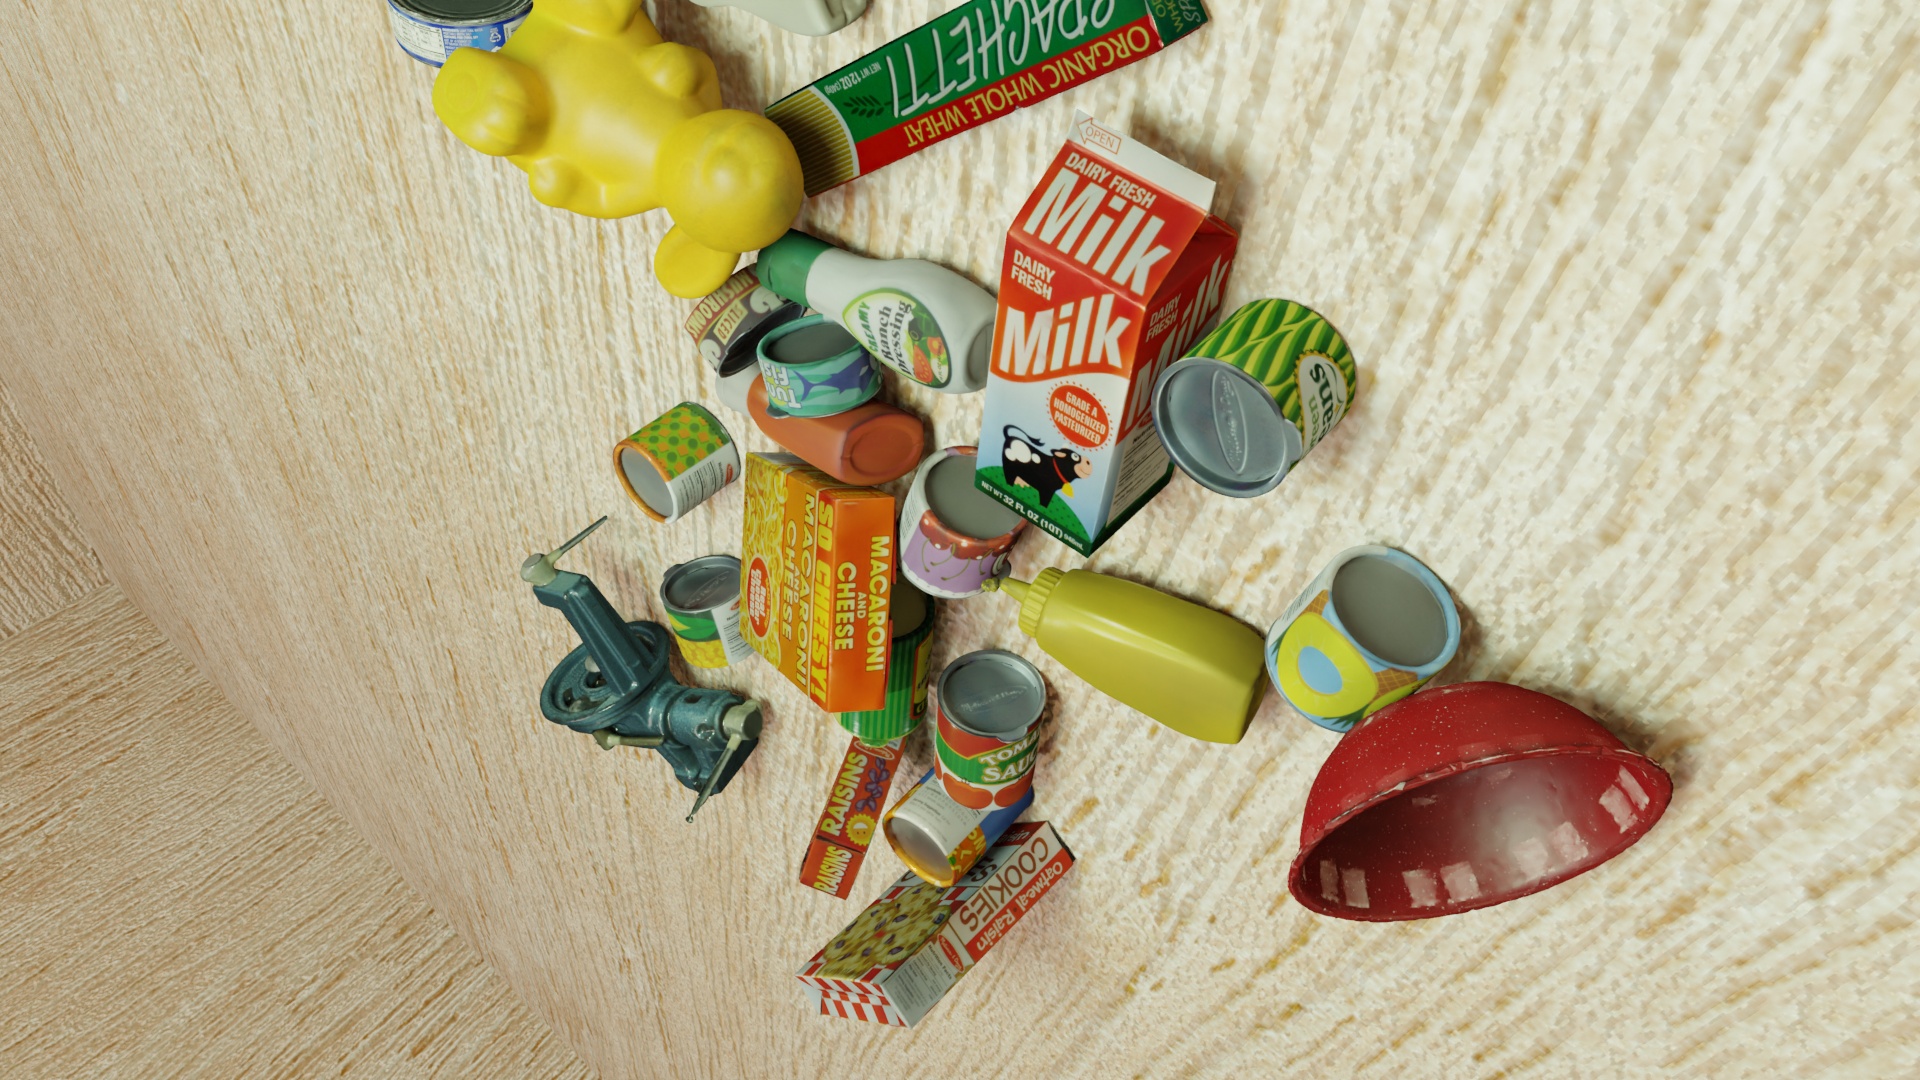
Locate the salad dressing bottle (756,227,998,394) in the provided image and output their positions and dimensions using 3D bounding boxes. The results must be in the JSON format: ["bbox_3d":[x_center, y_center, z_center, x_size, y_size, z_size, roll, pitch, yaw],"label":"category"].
[{"bbox_3d":[-0.043,-0.124,0.726,0.148,0.044,0.064,28,141,29],"label":"salad dressing bottle"}]

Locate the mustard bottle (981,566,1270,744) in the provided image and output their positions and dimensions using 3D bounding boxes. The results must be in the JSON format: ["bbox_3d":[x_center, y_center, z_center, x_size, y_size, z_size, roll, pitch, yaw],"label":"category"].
[{"bbox_3d":[0.083,0.049,0.730,0.160,0.049,0.065,25,138,20],"label":"mustard bottle"}]

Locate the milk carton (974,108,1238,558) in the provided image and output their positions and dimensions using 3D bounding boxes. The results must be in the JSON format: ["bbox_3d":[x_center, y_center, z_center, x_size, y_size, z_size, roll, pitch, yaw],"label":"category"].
[{"bbox_3d":[0.063,-0.091,0.611,0.072,0.074,0.189,34,143,22],"label":"milk carton"}]

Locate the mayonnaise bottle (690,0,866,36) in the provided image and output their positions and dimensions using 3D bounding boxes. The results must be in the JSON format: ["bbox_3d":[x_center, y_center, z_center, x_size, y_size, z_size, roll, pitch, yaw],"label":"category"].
[{"bbox_3d":[-0.110,-0.281,0.656,0.148,0.041,0.064,26,143,34],"label":"mayonnaise bottle"}]

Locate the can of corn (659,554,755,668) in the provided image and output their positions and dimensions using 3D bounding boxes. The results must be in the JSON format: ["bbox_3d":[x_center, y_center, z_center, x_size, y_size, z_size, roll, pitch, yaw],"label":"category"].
[{"bbox_3d":[-0.186,0.052,1.036,0.071,0.071,0.058,21,137,36],"label":"can of corn"}]

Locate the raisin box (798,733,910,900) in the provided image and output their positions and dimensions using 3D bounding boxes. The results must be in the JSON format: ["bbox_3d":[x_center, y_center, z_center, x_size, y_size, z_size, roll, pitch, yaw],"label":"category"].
[{"bbox_3d":[-0.070,0.175,0.967,0.040,0.124,0.085,21,143,-1],"label":"raisin box"}]

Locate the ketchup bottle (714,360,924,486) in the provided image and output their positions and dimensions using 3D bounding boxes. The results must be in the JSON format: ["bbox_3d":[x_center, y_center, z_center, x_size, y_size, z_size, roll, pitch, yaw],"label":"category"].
[{"bbox_3d":[-0.090,-0.075,0.814,0.149,0.065,0.043,28,120,43],"label":"ketchup bottle"}]

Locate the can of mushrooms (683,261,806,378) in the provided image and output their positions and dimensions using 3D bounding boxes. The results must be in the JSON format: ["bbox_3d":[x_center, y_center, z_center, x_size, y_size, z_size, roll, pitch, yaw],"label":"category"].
[{"bbox_3d":[-0.123,-0.126,0.792,0.033,0.071,0.070,50,146,2],"label":"can of mushrooms"}]

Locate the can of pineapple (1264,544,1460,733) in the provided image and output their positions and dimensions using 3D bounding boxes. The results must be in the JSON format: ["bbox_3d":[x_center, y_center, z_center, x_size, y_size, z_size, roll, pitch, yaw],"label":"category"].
[{"bbox_3d":[0.179,0.045,0.615,0.071,0.071,0.057,42,145,12],"label":"can of pineapple"}]

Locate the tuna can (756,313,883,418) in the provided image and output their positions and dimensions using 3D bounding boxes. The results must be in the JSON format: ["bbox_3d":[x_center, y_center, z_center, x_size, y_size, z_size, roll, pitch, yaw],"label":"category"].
[{"bbox_3d":[-0.080,-0.097,0.769,0.071,0.071,0.032,20,135,37],"label":"tuna can"}]

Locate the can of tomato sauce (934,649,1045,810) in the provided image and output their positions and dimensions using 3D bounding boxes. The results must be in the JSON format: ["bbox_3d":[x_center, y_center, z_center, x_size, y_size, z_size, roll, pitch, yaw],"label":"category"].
[{"bbox_3d":[0.018,0.121,0.869,0.071,0.071,0.082,32,143,24],"label":"can of tomato sauce"}]

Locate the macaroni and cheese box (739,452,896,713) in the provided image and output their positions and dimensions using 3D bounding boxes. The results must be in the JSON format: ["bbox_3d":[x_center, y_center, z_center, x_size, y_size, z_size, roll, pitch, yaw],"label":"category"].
[{"bbox_3d":[-0.088,0.019,0.830,0.166,0.040,0.123,25,114,61],"label":"macaroni and cheese box"}]

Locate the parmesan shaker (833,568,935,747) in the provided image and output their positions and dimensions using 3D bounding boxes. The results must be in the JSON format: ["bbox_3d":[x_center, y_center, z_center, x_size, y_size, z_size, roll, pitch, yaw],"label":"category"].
[{"bbox_3d":[-0.051,0.076,0.902,0.071,0.071,0.102,33,142,23],"label":"parmesan shaker"}]

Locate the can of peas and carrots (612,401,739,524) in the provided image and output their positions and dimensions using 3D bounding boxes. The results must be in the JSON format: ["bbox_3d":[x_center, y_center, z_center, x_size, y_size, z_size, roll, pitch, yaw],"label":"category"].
[{"bbox_3d":[-0.197,-0.054,0.954,0.071,0.059,0.070,29,140,28],"label":"can of peas and carrots"}]

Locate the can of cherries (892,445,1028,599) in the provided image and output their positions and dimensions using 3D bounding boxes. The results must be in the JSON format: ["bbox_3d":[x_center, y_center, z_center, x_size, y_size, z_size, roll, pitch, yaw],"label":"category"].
[{"bbox_3d":[0.003,-0.010,0.767,0.071,0.072,0.058,42,144,12],"label":"can of cherries"}]

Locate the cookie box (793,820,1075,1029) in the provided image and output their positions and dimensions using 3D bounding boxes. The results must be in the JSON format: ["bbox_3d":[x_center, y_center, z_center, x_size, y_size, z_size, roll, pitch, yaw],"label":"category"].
[{"bbox_3d":[-0.017,0.260,0.952,0.122,0.168,0.040,-22,102,55],"label":"cookie box"}]

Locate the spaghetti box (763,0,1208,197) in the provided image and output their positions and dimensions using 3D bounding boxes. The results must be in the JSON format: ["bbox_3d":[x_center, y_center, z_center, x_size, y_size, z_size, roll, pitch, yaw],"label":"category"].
[{"bbox_3d":[-0.002,-0.207,0.614,0.249,0.029,0.050,-4,120,50],"label":"spaghetti box"}]

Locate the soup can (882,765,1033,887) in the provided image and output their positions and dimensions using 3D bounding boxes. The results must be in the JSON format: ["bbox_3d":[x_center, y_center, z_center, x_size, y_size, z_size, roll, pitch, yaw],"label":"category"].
[{"bbox_3d":[-0.002,0.183,0.936,0.071,0.084,0.071,30,141,27],"label":"soup can"}]

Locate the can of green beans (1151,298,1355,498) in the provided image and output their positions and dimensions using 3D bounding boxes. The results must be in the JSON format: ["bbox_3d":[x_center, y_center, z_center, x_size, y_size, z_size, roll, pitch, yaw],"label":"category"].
[{"bbox_3d":[0.124,-0.060,0.585,0.071,0.058,0.071,29,141,28],"label":"can of green beans"}]
